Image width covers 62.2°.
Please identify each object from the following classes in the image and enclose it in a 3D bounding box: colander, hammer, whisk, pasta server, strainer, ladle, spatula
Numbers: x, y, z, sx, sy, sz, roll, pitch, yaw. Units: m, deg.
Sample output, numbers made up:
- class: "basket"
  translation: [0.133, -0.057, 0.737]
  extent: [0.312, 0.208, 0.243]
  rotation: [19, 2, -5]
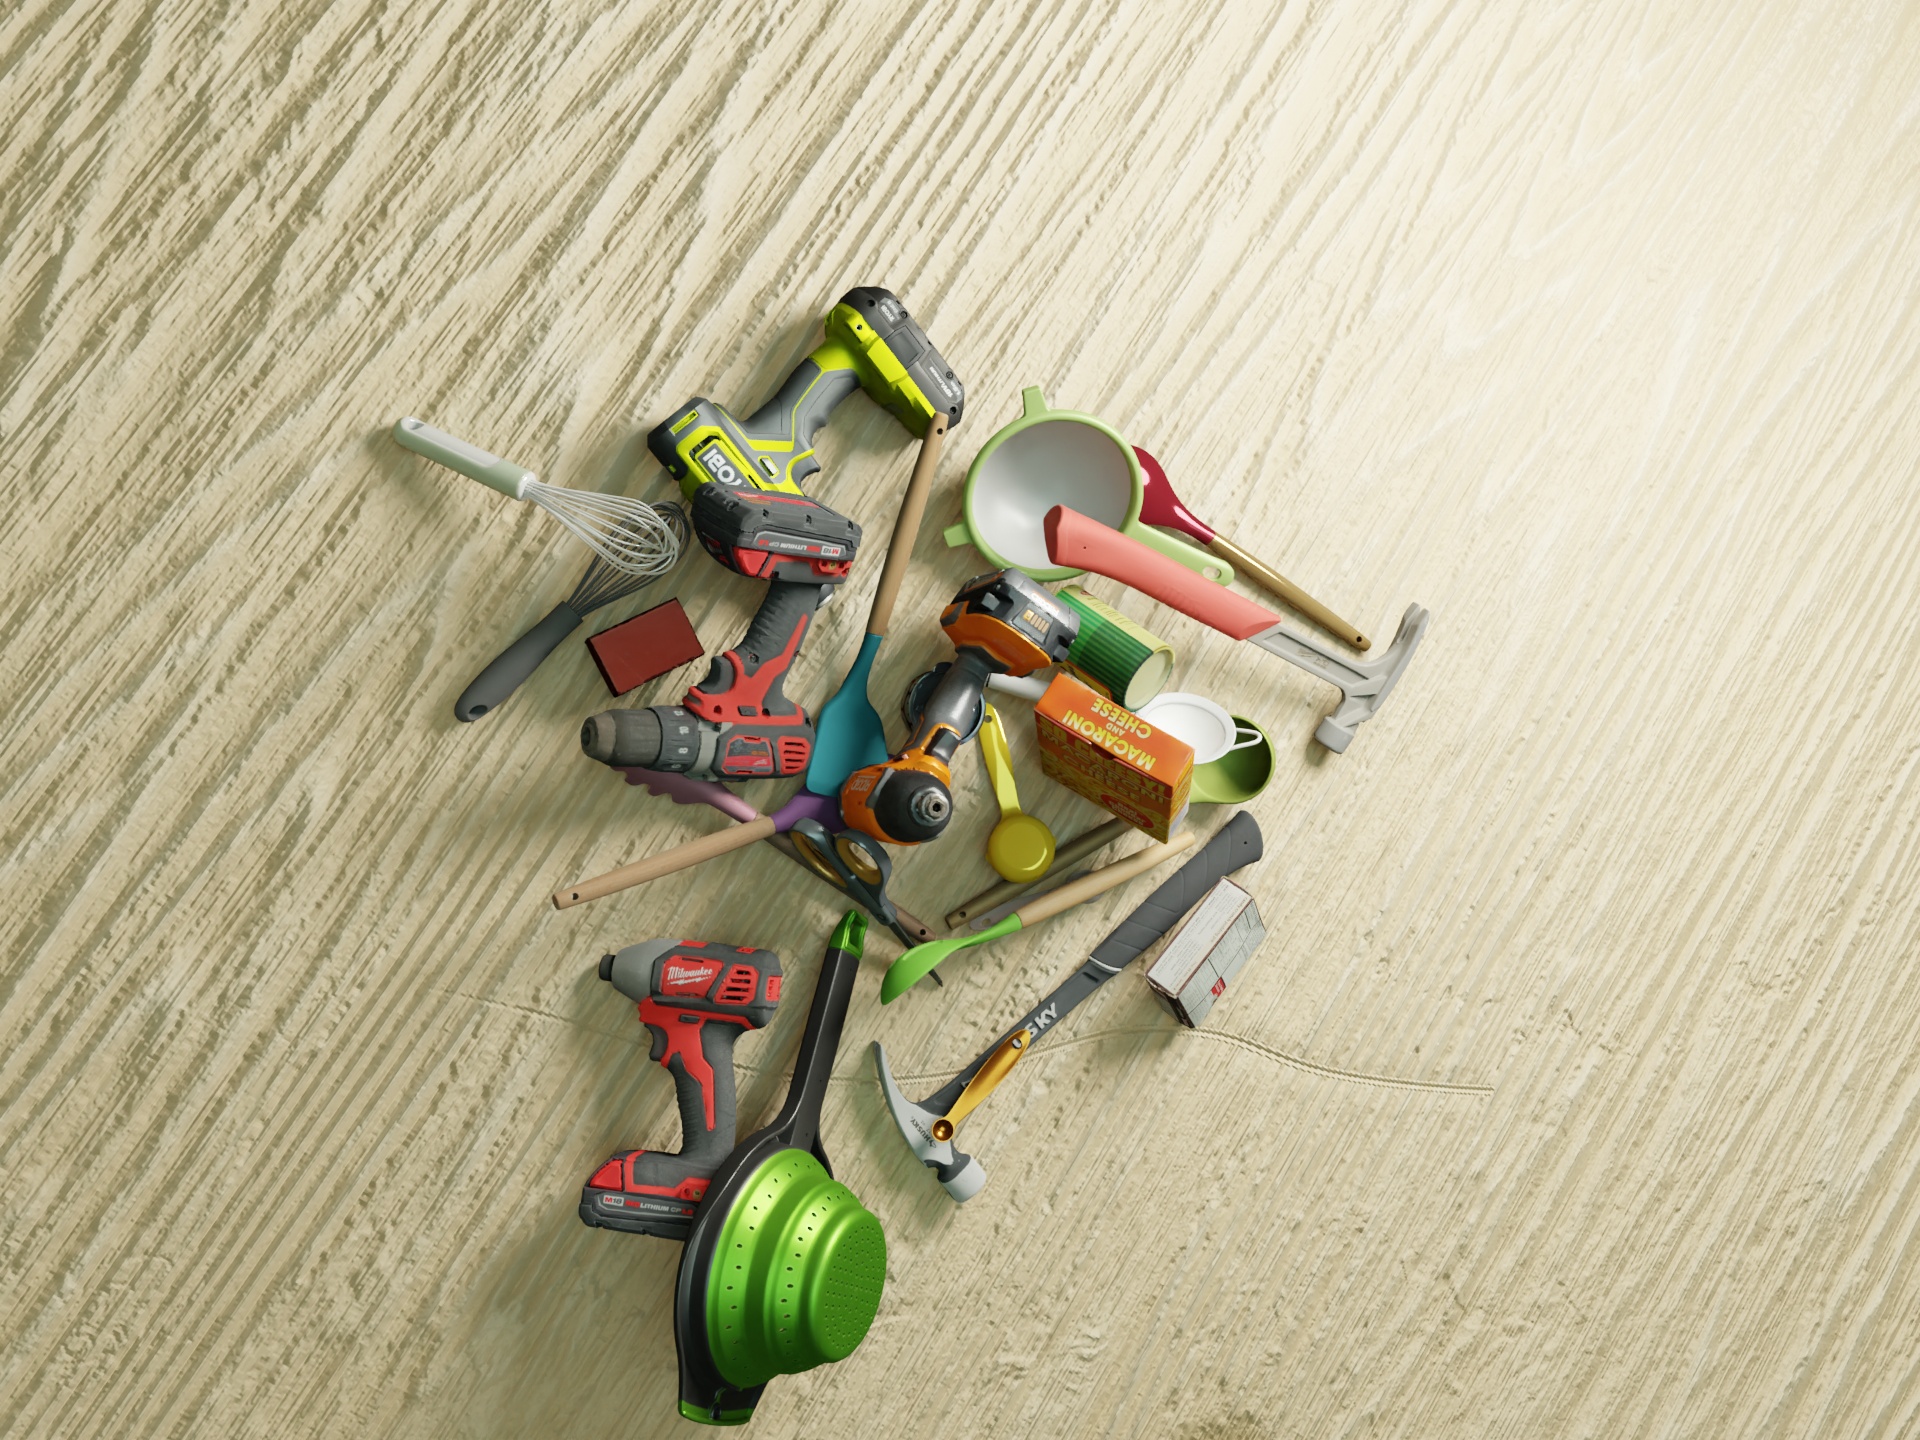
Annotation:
- class: "colander"
  translation: [-0.100, 0.341, 1.221]
  extent: [0.094, 0.204, 0.397]
  rotation: [4, 67, 26]
- class: "hammer"
  translation: [0.228, -0.101, 1.344]
  extent: [0.358, 0.037, 0.149]
  rotation: [24, 103, -23]
- class: "whisk"
  translation: [-0.303, -0.083, 1.243]
  extent: [0.239, 0.055, 0.055]
  rotation: [-44, 100, -7]
- class: "pasta server"
  translation: [-0.149, 0.094, 1.290]
  extent: [0.316, 0.040, 0.060]
  rotation: [36, 80, -16]
- class: "hammer"
  translation: [0.104, 0.216, 1.352]
  extent: [0.409, 0.036, 0.149]
  rotation: [-40, 98, -13]
- class: "strainer"
  translation: [0.122, -0.007, 1.338]
  extent: [0.258, 0.050, 0.087]
  rotation: [17, 43, 3]
- class: "whisk"
  translation: [-0.323, -0.175, 1.207]
  extent: [0.246, 0.059, 0.058]
  rotation: [25, 40, 6]
- class: "strainer"
  translation: [0.118, -0.178, 1.342]
  extent: [0.256, 0.069, 0.151]
  rotation: [21, 115, -21]
- class: "ladle"
  translation: [0.239, -0.146, 1.403]
  extent: [0.315, 0.031, 0.069]
  rotation: [32, 86, -14]
- class: "ladle"
  translation: [0.128, 0.092, 1.351]
  extent: [0.320, 0.062, 0.078]
  rotation: [-28, 76, -11]
- class: "spatula"
  translation: [-0.171, 0.088, 1.246]
  extent: [0.316, 0.018, 0.060]
  rotation: [-20, 93, -33]
- class: "spatula"
  translation: [-0.055, -0.091, 1.279]
  extent: [0.082, 0.044, 0.317]
  rotation: [11, 102, -33]

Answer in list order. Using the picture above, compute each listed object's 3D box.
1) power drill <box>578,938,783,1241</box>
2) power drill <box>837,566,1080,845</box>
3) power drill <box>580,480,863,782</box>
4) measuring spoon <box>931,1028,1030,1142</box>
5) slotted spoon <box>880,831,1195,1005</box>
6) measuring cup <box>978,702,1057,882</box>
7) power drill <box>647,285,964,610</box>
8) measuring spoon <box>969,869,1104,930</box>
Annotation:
- class: "power drill"
  translation: [-0.223, 0.279, 1.230]
  extent: [0.143, 0.078, 0.220]
  rotation: [6, 81, 7]
- class: "power drill"
  translation: [-0.002, -0.004, 1.226]
  extent: [0.084, 0.164, 0.226]
  rotation: [35, 79, -16]
- class: "power drill"
  translation: [-0.179, -0.059, 1.197]
  extent: [0.187, 0.080, 0.226]
  rotation: [2, 111, -39]
- class: "measuring spoon"
  translation: [0.017, 0.298, 1.303]
  extent: [0.021, 0.011, 0.117]
  rotation: [45, 74, -6]
- class: "slotted spoon"
  translation: [0.067, 0.155, 1.308]
  extent: [0.313, 0.070, 0.031]
  rotation: [-22, 82, -24]
- class: "measuring cup"
  translation: [0.039, 0.058, 1.327]
  extent: [0.062, 0.029, 0.156]
  rotation: [-14, 82, -2]
- class: "power drill"
  translation: [-0.110, -0.219, 1.282]
  extent: [0.228, 0.080, 0.190]
  rotation: [-42, 104, -10]
- class: "measuring spoon"
  translation: [0.066, 0.159, 1.351]
  extent: [0.124, 0.034, 0.018]
  rotation: [-18, 131, -10]
